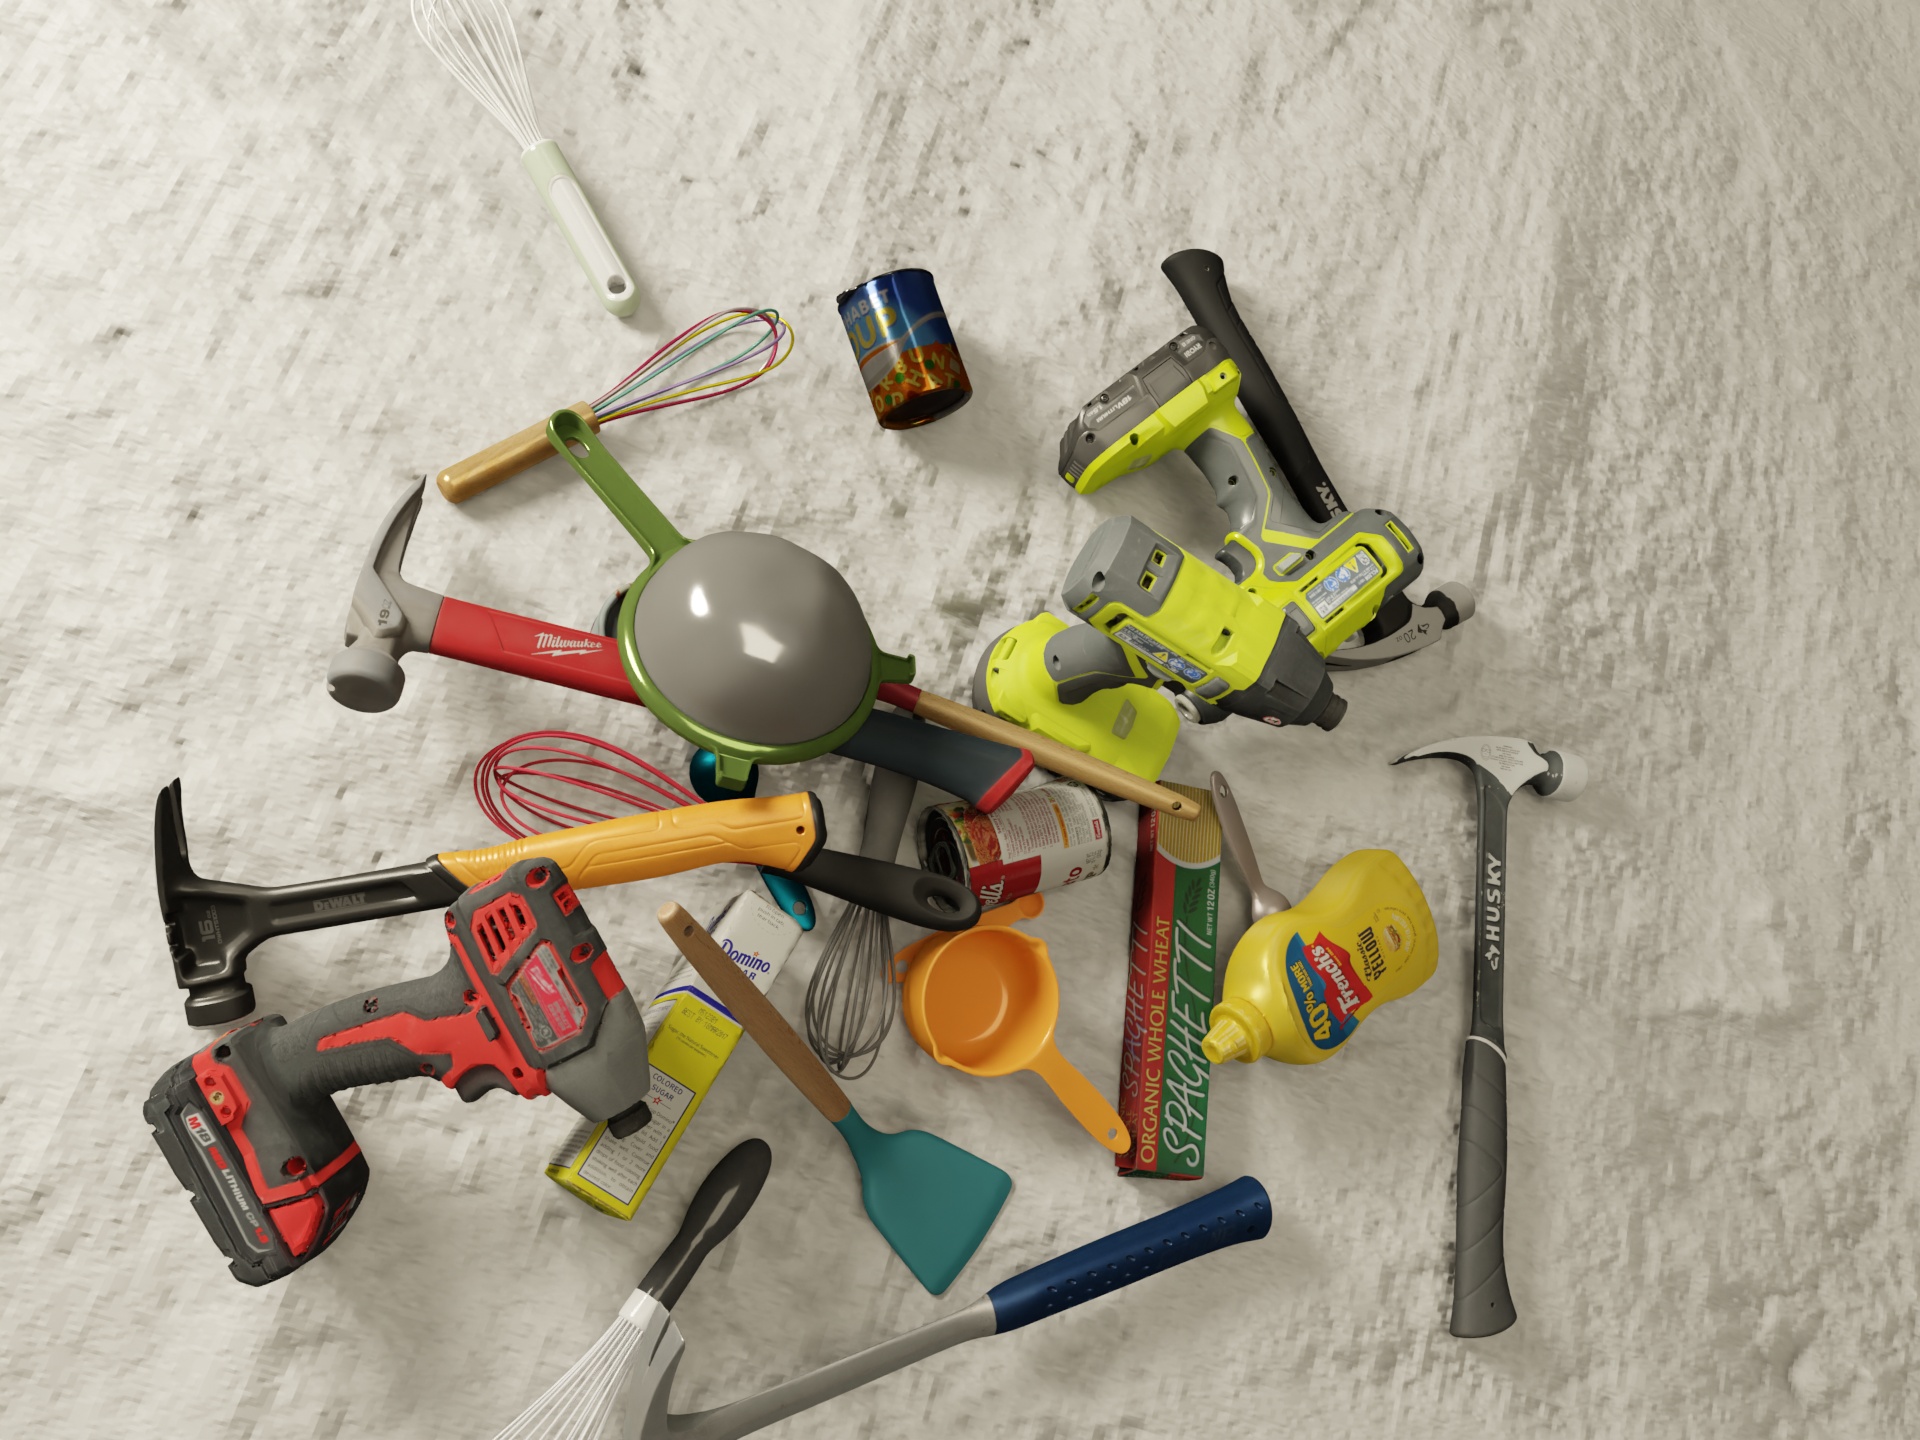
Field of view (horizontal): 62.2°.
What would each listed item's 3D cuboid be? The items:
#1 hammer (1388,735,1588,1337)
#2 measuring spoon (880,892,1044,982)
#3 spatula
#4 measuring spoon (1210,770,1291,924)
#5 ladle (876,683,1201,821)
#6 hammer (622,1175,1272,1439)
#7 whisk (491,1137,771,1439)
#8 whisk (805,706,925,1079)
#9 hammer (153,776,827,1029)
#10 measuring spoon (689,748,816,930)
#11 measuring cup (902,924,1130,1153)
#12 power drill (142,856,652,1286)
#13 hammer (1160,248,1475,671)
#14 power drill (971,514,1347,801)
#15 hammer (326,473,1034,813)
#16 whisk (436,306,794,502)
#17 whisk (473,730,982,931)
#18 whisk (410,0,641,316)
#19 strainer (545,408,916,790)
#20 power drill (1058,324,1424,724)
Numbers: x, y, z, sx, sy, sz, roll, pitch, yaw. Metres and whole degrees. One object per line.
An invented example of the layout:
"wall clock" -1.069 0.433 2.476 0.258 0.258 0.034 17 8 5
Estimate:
"hammer" 0.355 0.204 1.083 0.149 0.036 0.409 13 72 -16
"measuring spoon" 0.001 0.133 0.980 0.117 0.011 0.021 -24 97 -21
"spatula" -0.069 0.199 0.858 0.082 0.044 0.317 -52 132 -24
"measuring spoon" 0.191 0.088 1.039 0.034 0.018 0.124 -37 109 -43
"ladle" -0.002 -0.003 0.965 0.315 0.031 0.069 22 98 1
"hammer" 0.007 0.333 0.892 0.405 0.035 0.144 -12 112 -27
"whisk" -0.186 0.338 0.831 0.070 0.070 0.285 40 61 -7
"whisk" -0.050 0.096 0.952 0.055 0.055 0.239 18 66 -16
"hammer" -0.238 0.071 0.832 0.337 0.034 0.127 -8 100 -10
"measuring spoon" -0.118 0.067 0.943 0.042 0.021 0.128 -28 86 -25
"measuring cup" 0.036 0.196 0.955 0.095 0.052 0.173 -46 104 -20
"power drill" -0.262 0.175 0.776 0.219 0.078 0.143 -28 93 2
"hammer" 0.236 -0.190 1.142 0.146 0.035 0.335 -27 87 -26
"power drill" 0.111 -0.024 0.945 0.171 0.223 0.080 32 68 -11
"hammer" -0.141 -0.028 0.901 0.386 0.038 0.143 15 53 -15
"whisk" -0.205 -0.193 0.971 0.245 0.051 0.047 -33 95 -22
"whisk" -0.128 0.069 0.899 0.295 0.073 0.073 17 70 -7
"whisk" -0.266 -0.362 0.990 0.058 0.059 0.246 -30 93 -13
"strainer" -0.141 -0.094 0.877 0.256 0.069 0.151 48 51 10
"power drill" 0.170 -0.127 1.060 0.190 0.080 0.228 -38 87 -10
